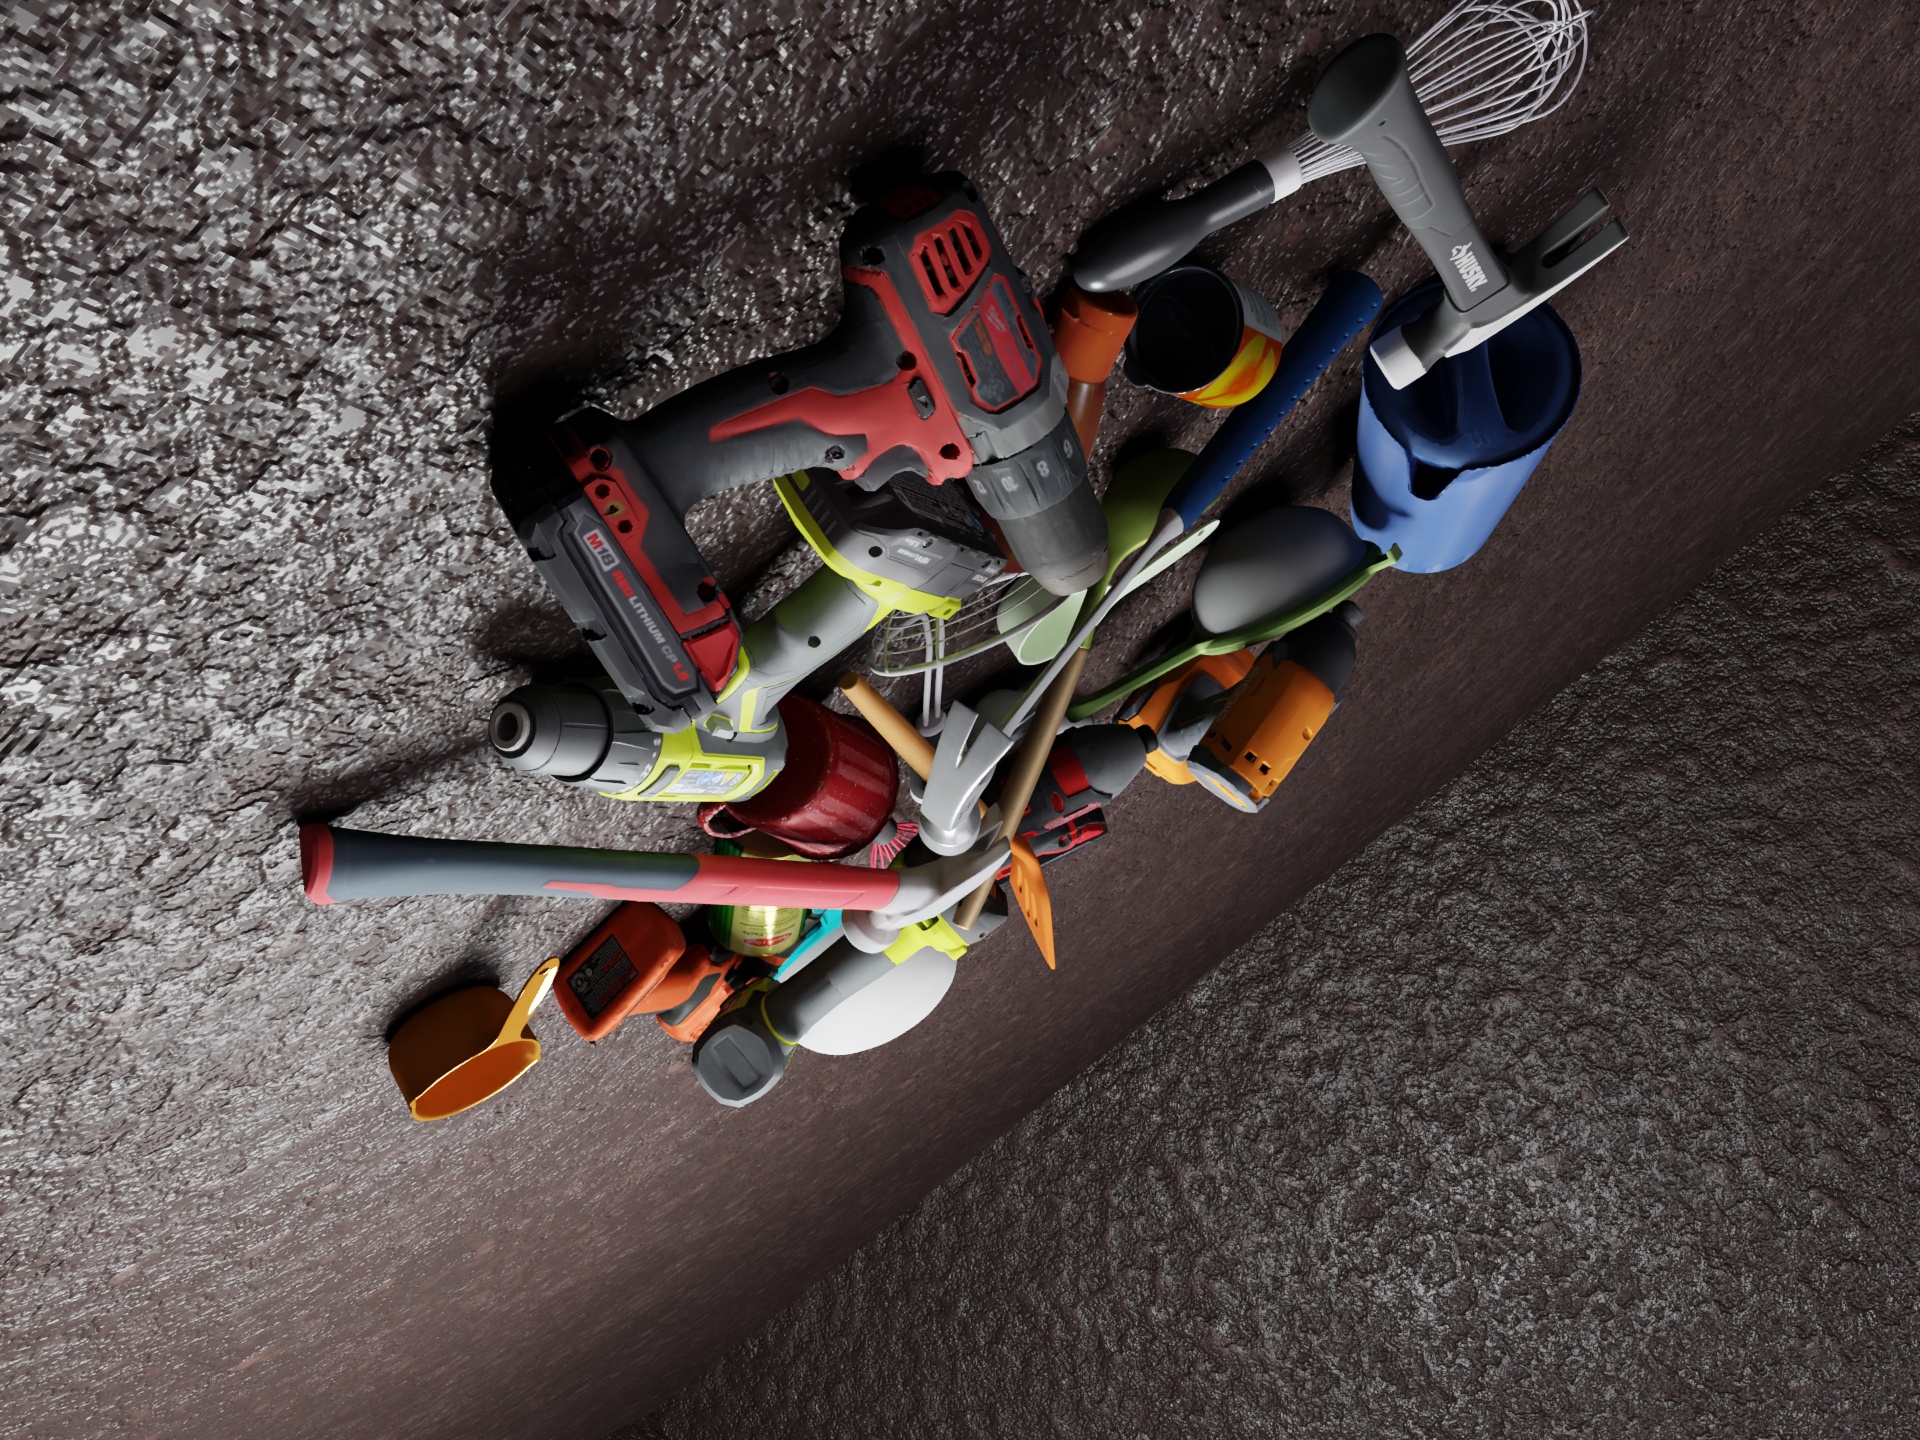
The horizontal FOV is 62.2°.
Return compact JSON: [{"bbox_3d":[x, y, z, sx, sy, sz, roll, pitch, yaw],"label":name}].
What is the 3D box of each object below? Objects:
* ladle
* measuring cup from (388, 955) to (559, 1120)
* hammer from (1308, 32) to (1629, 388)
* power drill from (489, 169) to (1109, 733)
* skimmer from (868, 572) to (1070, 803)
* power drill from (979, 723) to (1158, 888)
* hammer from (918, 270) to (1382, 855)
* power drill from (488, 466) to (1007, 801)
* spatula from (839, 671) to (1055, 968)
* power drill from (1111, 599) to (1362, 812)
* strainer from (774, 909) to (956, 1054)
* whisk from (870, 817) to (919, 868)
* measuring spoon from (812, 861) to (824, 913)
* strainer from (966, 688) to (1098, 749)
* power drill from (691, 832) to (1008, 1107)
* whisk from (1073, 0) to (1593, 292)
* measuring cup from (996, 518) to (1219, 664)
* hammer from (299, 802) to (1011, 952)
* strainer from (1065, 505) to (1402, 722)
[{"bbox_3d":[0.072,-0.017,0.969,0.062,0.078,0.320,20,95,-22],"label":"ladle"},{"bbox_3d":[-0.299,0.182,0.995,0.095,0.052,0.173,-11,146,-50],"label":"measuring cup"},{"bbox_3d":[0.238,-0.250,0.776,0.146,0.035,0.334,-31,164,22],"label":"hammer"},{"bbox_3d":[-0.051,-0.089,0.649,0.226,0.080,0.187,-34,122,-8],"label":"power drill"},{"bbox_3d":[-0.002,-0.003,1.010,0.127,0.090,0.363,-31,159,-16],"label":"skimmer"},{"bbox_3d":[0.069,0.058,1.208,0.143,0.078,0.219,-25,170,-10],"label":"power drill"},{"bbox_3d":[0.110,-0.102,0.863,0.405,0.035,0.144,-51,170,-18],"label":"hammer"},{"bbox_3d":[-0.105,-0.041,0.781,0.228,0.080,0.190,-41,160,19],"label":"power drill"},{"bbox_3d":[0.000,0.061,1.006,0.041,0.081,0.322,-32,140,8],"label":"spatula"},{"bbox_3d":[0.208,-0.020,1.180,0.164,0.084,0.226,-53,-168,-5],"label":"power drill"},{"bbox_3d":[-0.078,0.210,1.354,0.211,0.095,0.340,-33,161,-10],"label":"strainer"},{"bbox_3d":[-0.053,0.088,1.186,0.073,0.073,0.295,-36,154,-1],"label":"whisk"},{"bbox_3d":[-0.105,0.097,1.100,0.042,0.021,0.128,-30,137,-18],"label":"measuring spoon"},{"bbox_3d":[0.058,0.002,1.199,0.087,0.050,0.258,-39,166,18],"label":"strainer"},{"bbox_3d":[-0.078,0.166,1.106,0.223,0.080,0.171,-37,-178,3],"label":"power drill"},{"bbox_3d":[0.178,-0.276,0.758,0.284,0.070,0.070,-29,159,-6],"label":"whisk"},{"bbox_3d":[0.095,-0.098,1.040,0.167,0.038,0.083,-33,160,-14],"label":"measuring cup"},{"bbox_3d":[-0.151,0.077,0.855,0.386,0.038,0.143,8,144,-40],"label":"hammer"},{"bbox_3d":[0.175,-0.087,1.139,0.256,0.069,0.151,-30,-168,-5],"label":"strainer"}]
